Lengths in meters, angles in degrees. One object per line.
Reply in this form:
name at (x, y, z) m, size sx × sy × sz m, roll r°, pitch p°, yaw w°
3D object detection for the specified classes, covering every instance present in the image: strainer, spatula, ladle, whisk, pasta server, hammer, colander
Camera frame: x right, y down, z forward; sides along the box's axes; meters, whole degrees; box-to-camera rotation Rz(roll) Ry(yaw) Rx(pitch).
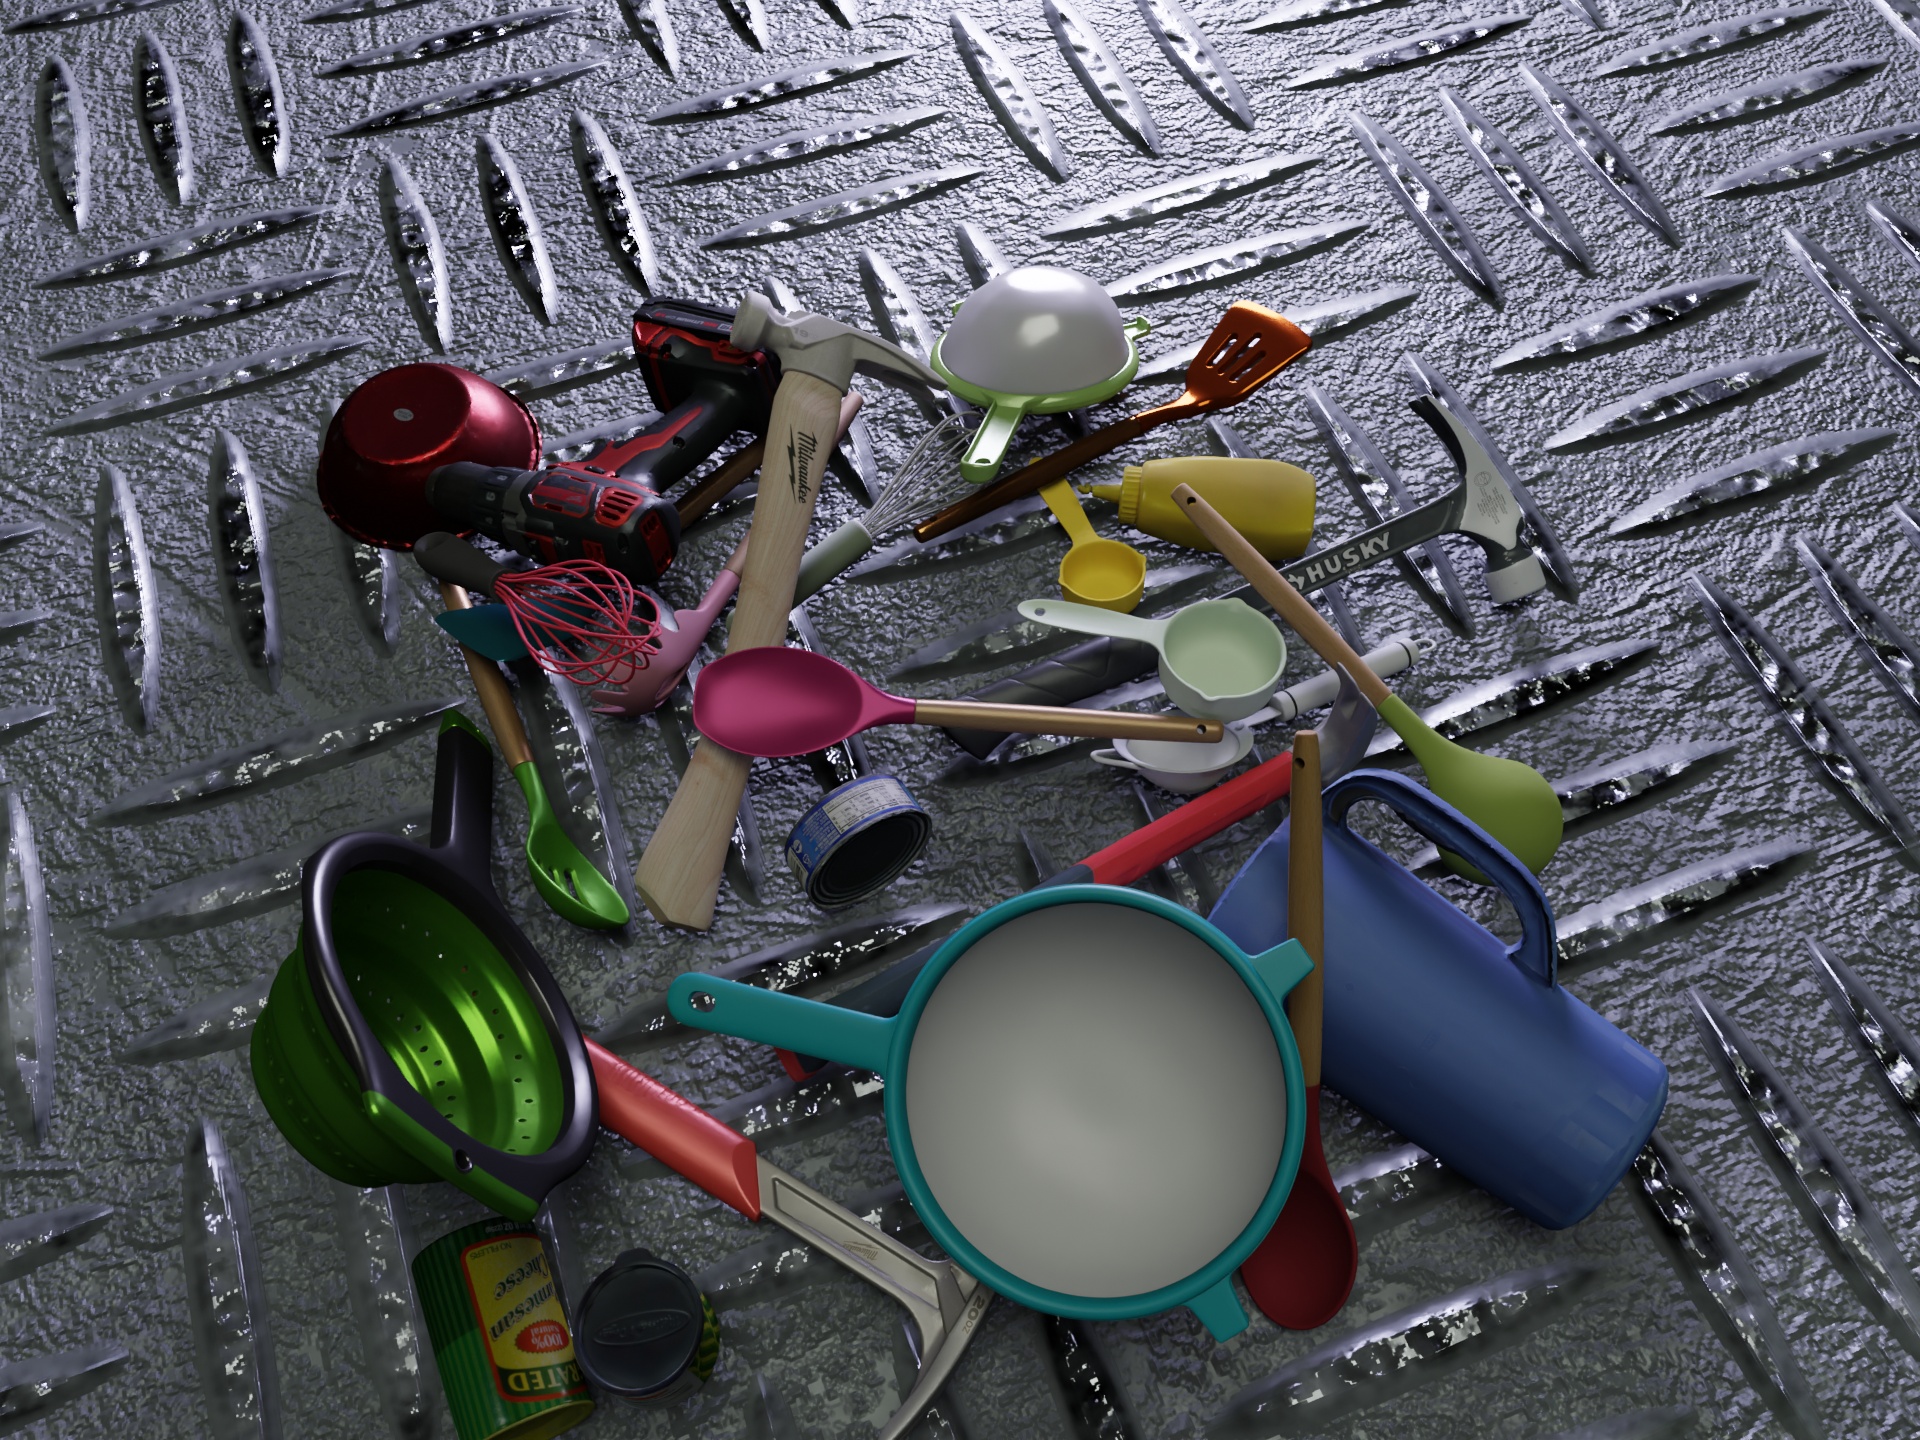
strainer at (0.040, -0.250, 1.088) m, size 0.151 × 0.069 × 0.256 m, roll 8°, pitch 39°, yaw 12°
spatula at (-0.209, -0.137, 1.091) m, size 0.082 × 0.044 × 0.317 m, roll 28°, pitch 61°, yaw 36°
ladle at (0.174, 0.160, 0.811) m, size 0.069 × 0.315 × 0.031 m, roll 7°, pitch 14°, yaw 39°
strainer at (0.013, 0.181, 0.843) m, size 0.340 × 0.095 × 0.211 m, roll 10°, pitch 85°, yaw 18°
whisk at (-0.273, -0.079, 0.988) m, size 0.073 × 0.073 × 0.296 m, roll -44°, pitch 40°, yaw -21°
pasta server at (-0.149, -0.120, 1.082) m, size 0.040 × 0.060 × 0.316 m, roll 28°, pitch 60°, yaw 3°
hammer at (0.173, -0.076, 1.027) m, size 0.409 × 0.036 × 0.149 m, roll -23°, pitch 94°, yaw -7°
hammer at (-0.117, -0.067, 1.008) m, size 0.146 × 0.038 × 0.411 m, roll 18°, pitch 73°, yaw -19°
strainer at (0.198, -0.004, 1.005) m, size 0.258 × 0.050 × 0.087 m, roll -22°, pitch 30°, yaw -17°
hammer at (0.065, 0.091, 0.907) m, size 0.386 × 0.143 × 0.038 m, roll -28°, pitch 67°, yaw -9°
ladle at (0.241, -0.028, 0.978) m, size 0.078 × 0.062 × 0.320 m, roll -42°, pitch 75°, yaw 2°
whisk at (-0.062, -0.132, 1.088) m, size 0.246 × 0.057 × 0.059 m, roll -40°, pitch 32°, yaw -16°
hammer at (-0.148, 0.241, 0.869) m, size 0.359 × 0.036 × 0.149 m, roll 27°, pitch 58°, yaw 16°
colander at (-0.301, 0.122, 0.864) m, size 0.094 × 0.204 × 0.398 m, roll -35°, pitch 34°, yaw 7°
spatula at (0.103, -0.205, 1.117) m, size 0.322 × 0.041 × 0.081 m, roll -29°, pitch 50°, yaw -19°

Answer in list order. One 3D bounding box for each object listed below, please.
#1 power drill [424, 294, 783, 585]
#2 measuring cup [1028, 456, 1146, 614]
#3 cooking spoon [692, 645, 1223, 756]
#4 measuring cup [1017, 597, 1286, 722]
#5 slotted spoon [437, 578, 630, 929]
power drill at (-0.236, -0.191, 1.083) m, size 0.188 × 0.080 × 0.227 m, roll 16°, pitch 54°, yaw 24°
measuring cup at (0.079, -0.126, 1.094) m, size 0.062 × 0.029 × 0.157 m, roll -17°, pitch 49°, yaw -9°
cooking spoon at (-0.002, -0.003, 0.956) m, size 0.319 × 0.017 × 0.069 m, roll 4°, pitch 77°, yaw 1°
measuring cup at (0.116, -0.044, 0.986) m, size 0.167 × 0.038 × 0.083 m, roll 13°, pitch 55°, yaw 12°
slotted spoon at (-0.282, 0.013, 1.007) m, size 0.031 × 0.070 × 0.314 m, roll -40°, pitch 57°, yaw 12°
